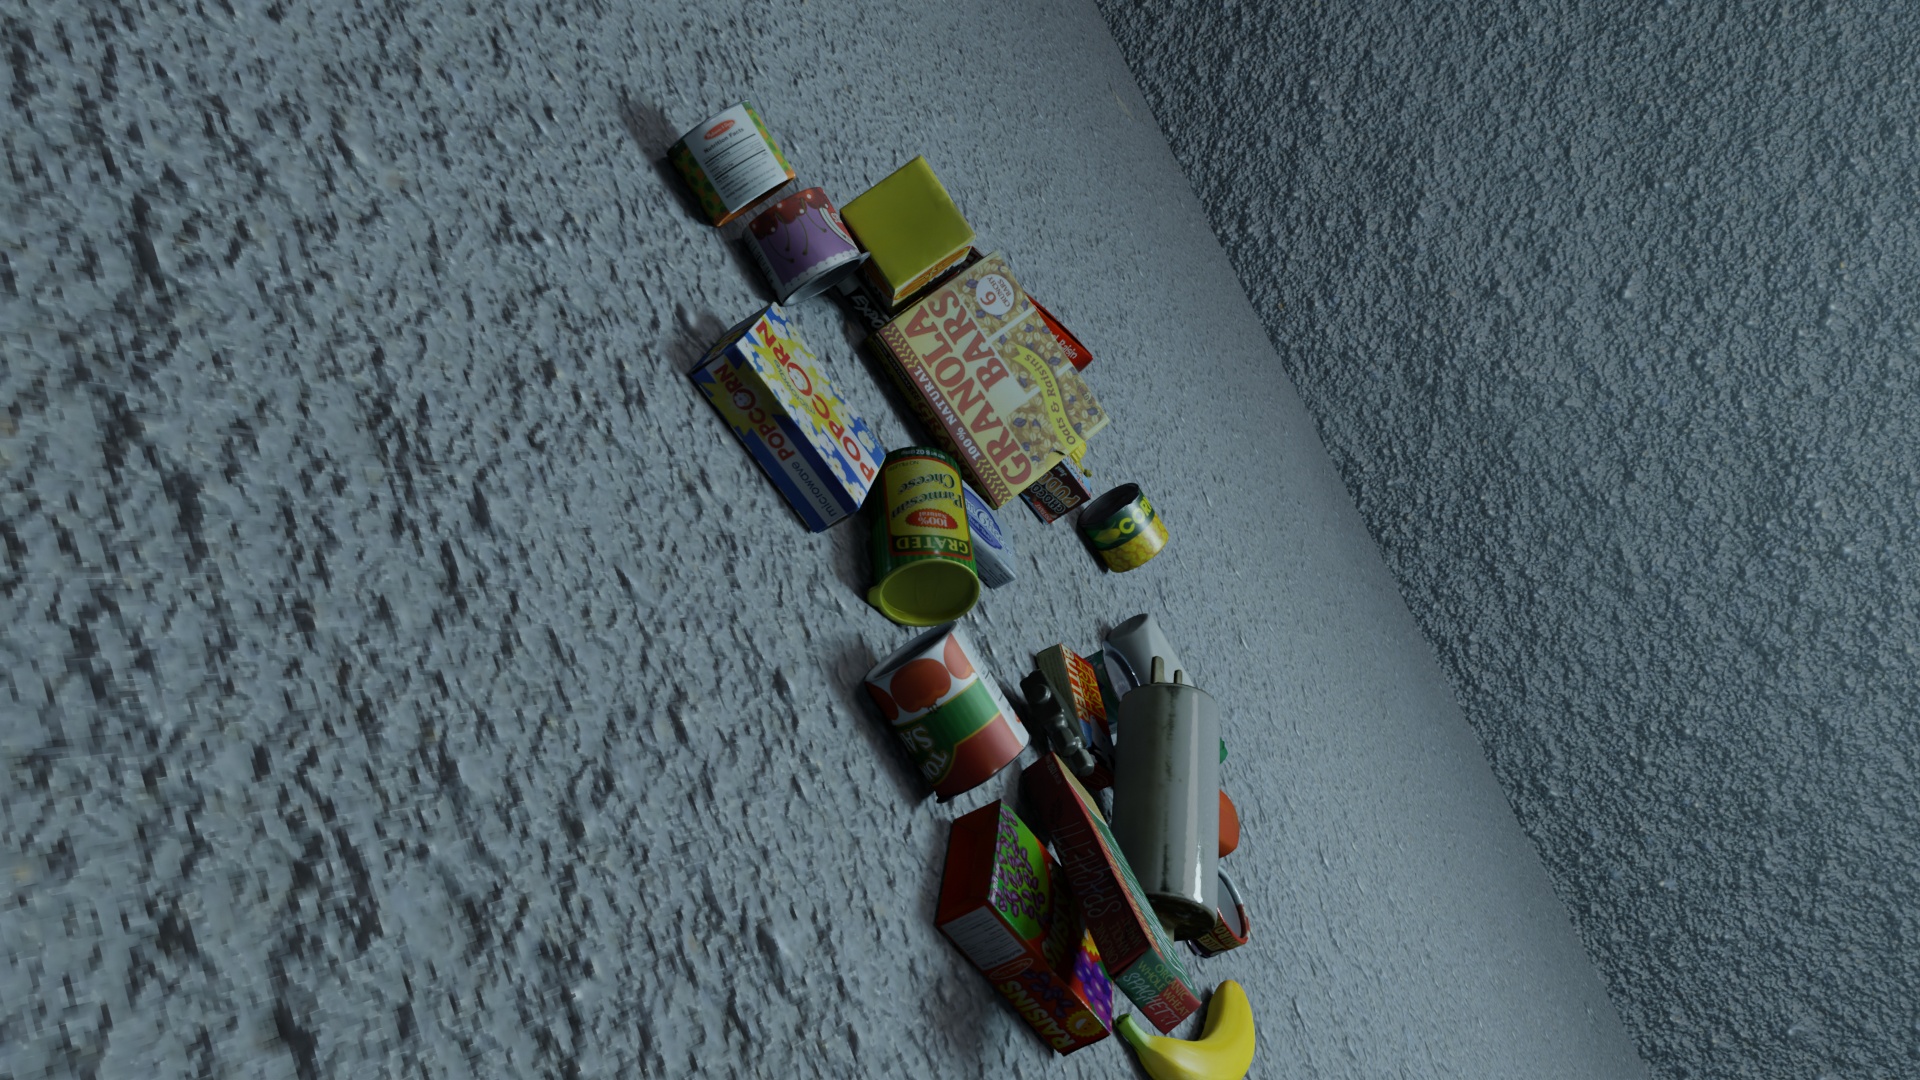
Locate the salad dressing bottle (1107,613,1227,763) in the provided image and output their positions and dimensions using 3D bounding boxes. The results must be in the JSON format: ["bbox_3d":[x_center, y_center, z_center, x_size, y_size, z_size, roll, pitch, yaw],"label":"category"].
[{"bbox_3d":[0.184,0.136,1.221,0.147,0.044,0.064,58,20,-10],"label":"salad dressing bottle"}]

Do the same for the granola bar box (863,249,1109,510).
[{"bbox_3d":[0.022,-0.124,1.083,0.165,0.124,0.039,55,-21,-9],"label":"granola bar box"}]

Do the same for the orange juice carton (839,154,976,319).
[{"bbox_3d":[-0.045,-0.226,1.070,0.072,0.073,0.192,55,-3,-4],"label":"orange juice carton"}]

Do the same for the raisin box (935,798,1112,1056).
[{"bbox_3d":[0.040,0.225,0.808,0.123,0.040,0.086,51,23,-21],"label":"raisin box"}]

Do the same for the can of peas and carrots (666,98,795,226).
[{"bbox_3d":[-0.153,-0.252,0.932,0.058,0.071,0.071,57,22,-11],"label":"can of peas and carrots"}]

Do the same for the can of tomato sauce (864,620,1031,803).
[{"bbox_3d":[-0.009,0.100,0.819,0.083,0.071,0.071,58,22,-6],"label":"can of tomato sauce"}]

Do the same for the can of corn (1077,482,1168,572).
[{"bbox_3d":[0.155,-0.012,1.298,0.058,0.071,0.071,55,23,-16],"label":"can of corn"}]

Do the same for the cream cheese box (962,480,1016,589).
[{"bbox_3d":[0.004,-0.013,1.035,0.103,0.024,0.053,44,27,-36],"label":"cream cheese box"}]

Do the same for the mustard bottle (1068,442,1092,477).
[{"bbox_3d":[0.073,-0.110,1.268,0.160,0.048,0.065,50,18,-27],"label":"mustard bottle"}]

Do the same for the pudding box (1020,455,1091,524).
[{"bbox_3d":[0.070,-0.060,1.202,0.083,0.049,0.030,50,22,-27],"label":"pudding box"}]

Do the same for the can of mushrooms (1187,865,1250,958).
[{"bbox_3d":[0.194,0.286,1.072,0.071,0.033,0.071,48,25,-31],"label":"can of mushrooms"}]

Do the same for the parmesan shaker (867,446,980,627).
[{"bbox_3d":[-0.029,-0.004,0.904,0.071,0.071,0.103,41,29,-41],"label":"parmesan shaker"}]

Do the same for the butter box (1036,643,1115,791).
[{"bbox_3d":[0.089,0.132,1.043,0.053,0.024,0.104,37,32,-46],"label":"butter box"}]

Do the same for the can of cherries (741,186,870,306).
[{"bbox_3d":[-0.107,-0.205,0.966,0.058,0.071,0.072,60,22,-2],"label":"can of cherries"}]

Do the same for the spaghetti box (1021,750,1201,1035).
[{"bbox_3d":[0.083,0.200,0.830,0.050,0.028,0.251,50,3,-17],"label":"spaghetti box"}]

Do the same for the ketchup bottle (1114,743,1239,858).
[{"bbox_3d":[0.171,0.202,1.110,0.148,0.043,0.065,40,29,-41],"label":"ketchup bottle"}]

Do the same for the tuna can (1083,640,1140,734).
[{"bbox_3d":[0.117,0.118,1.110,0.071,0.032,0.071,47,26,-31],"label":"tuna can"}]

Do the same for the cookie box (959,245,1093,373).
[{"bbox_3d":[0.033,-0.221,1.251,0.123,0.040,0.168,29,16,-52],"label":"cookie box"}]

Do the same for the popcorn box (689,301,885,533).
[{"bbox_3d":[-0.103,-0.077,0.862,0.126,0.038,0.085,54,24,-17],"label":"popcorn box"}]
